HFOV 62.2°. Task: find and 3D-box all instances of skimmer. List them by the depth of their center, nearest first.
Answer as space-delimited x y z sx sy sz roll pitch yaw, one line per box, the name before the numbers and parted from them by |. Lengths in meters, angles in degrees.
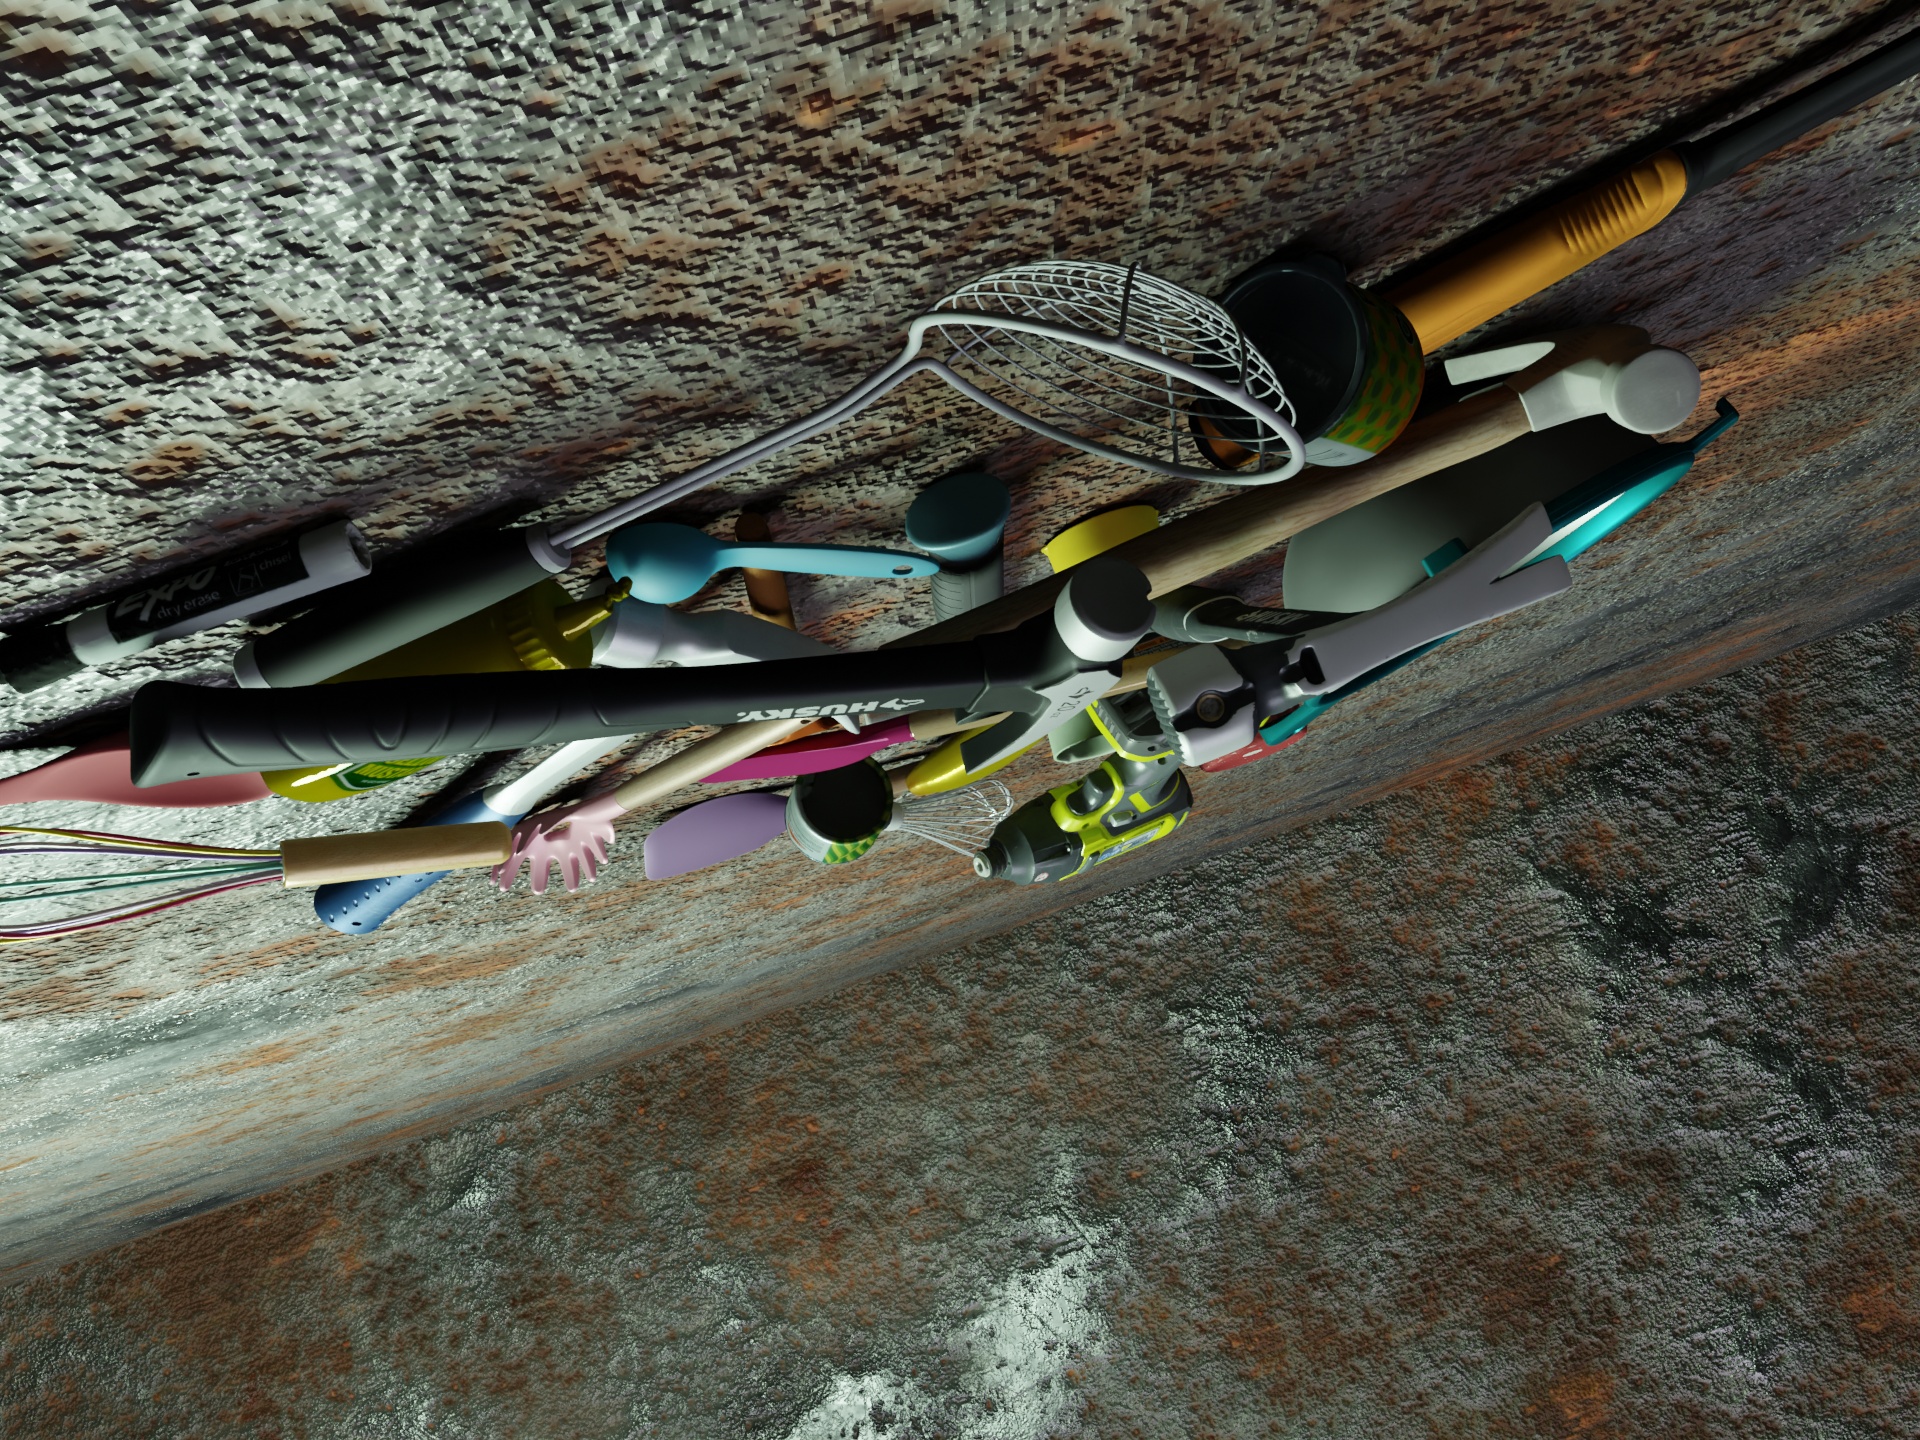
skimmer | -0.074 -0.055 0.521 0.363 0.090 0.127 -22 168 10

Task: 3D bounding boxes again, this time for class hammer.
hammer | -0.109 -0.006 0.559 0.334 0.035 0.146 -5 163 -17
hammer | 0.229 -0.182 0.576 0.337 0.034 0.127 -26 167 28
hammer | 0.117 -0.081 0.653 0.331 0.031 0.130 -23 -164 12
hammer | 0.122 -0.048 0.701 0.149 0.036 0.409 -23 -173 -1
hammer | -0.213 0.038 0.785 0.144 0.035 0.405 13 151 -40
hammer | 0.003 -0.047 0.797 0.128 0.033 0.331 -13 166 -2

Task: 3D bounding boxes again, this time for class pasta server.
pasta server | -0.166 0.042 0.854 0.060 0.040 0.316 11 156 -39

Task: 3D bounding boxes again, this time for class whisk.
whisk | -0.321 0.062 0.698 0.245 0.047 0.051 -4 172 -29
whisk | -0.036 0.074 1.234 0.070 0.070 0.284 -27 161 30

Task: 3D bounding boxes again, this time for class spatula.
spatula | -0.087 -0.033 0.763 0.081 0.041 0.322 -18 163 -7
spatula | -0.073 0.049 1.120 0.316 0.018 0.059 -16 133 -27

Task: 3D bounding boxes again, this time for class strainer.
strainer | 0.218 -0.079 0.830 0.211 0.095 0.340 -27 170 -23

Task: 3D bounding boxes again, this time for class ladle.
ladle | -0.411 0.040 0.561 0.315 0.031 0.069 -12 163 -26

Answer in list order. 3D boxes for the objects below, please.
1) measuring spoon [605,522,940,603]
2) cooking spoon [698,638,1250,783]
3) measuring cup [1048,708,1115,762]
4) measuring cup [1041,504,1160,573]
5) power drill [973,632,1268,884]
measuring spoon | -0.070 -0.055 0.607 0.128 0.021 0.042 1 157 -13
cooking spoon | -0.001 -0.003 0.855 0.319 0.017 0.068 -13 167 16
measuring cup | 0.133 -0.003 1.174 0.167 0.038 0.083 -7 164 -41
measuring cup | 0.072 -0.069 0.825 0.062 0.029 0.156 -18 167 -6
power drill | 0.107 0.028 1.040 0.171 0.080 0.223 -19 154 -31
